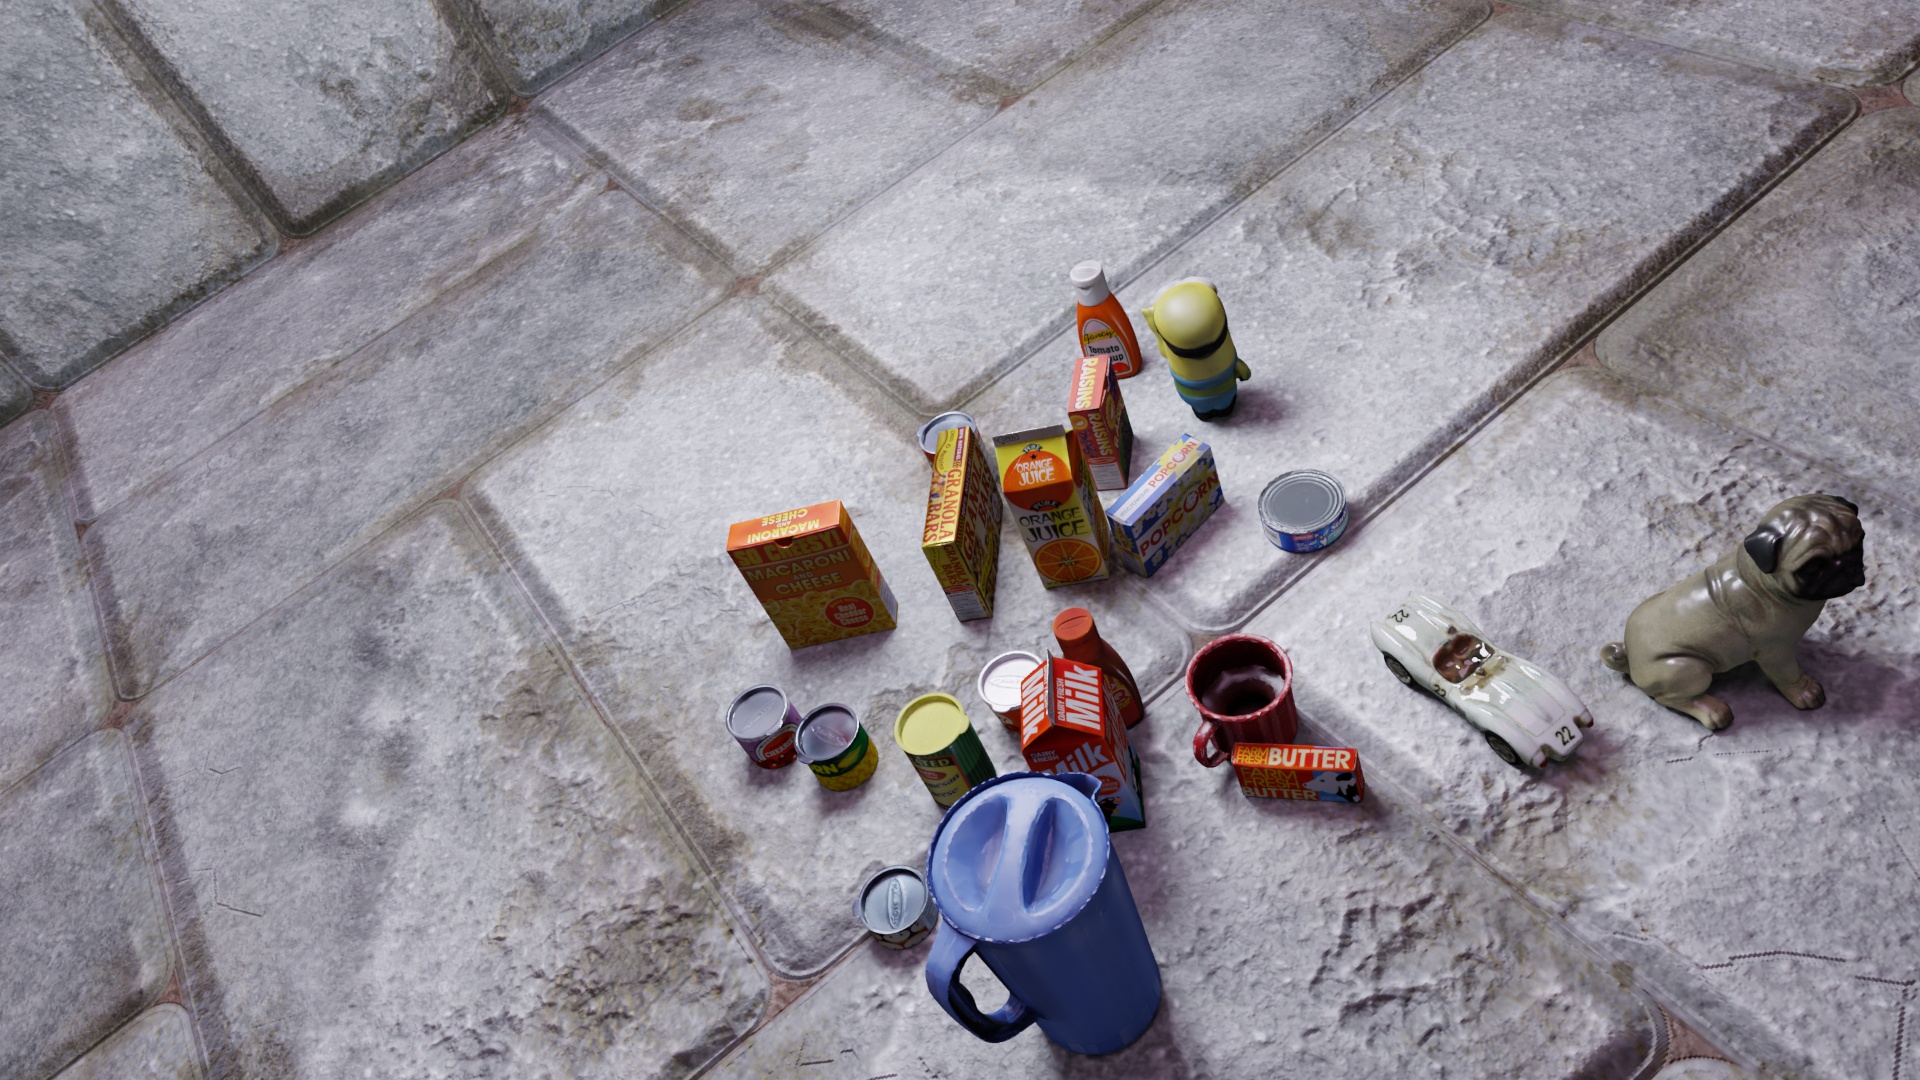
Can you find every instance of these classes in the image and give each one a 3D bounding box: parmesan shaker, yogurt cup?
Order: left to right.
[{"bbox_3d":[-0.010,0.195,1.269,0.071,0.102,0.072,-13,45,13],"label":"parmesan shaker"},{"bbox_3d":[0.056,0.146,1.322,0.072,0.053,0.073,-13,45,13],"label":"yogurt cup"}]

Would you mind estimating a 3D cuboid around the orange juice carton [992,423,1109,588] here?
[{"bbox_3d":[0.093,-0.043,1.385,0.072,0.191,0.073,-10,46,16],"label":"orange juice carton"}]

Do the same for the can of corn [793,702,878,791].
[{"bbox_3d":[-0.121,0.202,1.344,0.071,0.058,0.071,-13,45,13],"label":"can of corn"}]

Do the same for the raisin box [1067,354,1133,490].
[{"bbox_3d":[0.151,-0.125,1.486,0.040,0.123,0.086,-4,48,21],"label":"raisin box"}]

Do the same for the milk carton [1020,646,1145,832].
[{"bbox_3d":[0.099,0.173,1.179,0.073,0.189,0.073,-12,45,14],"label":"milk carton"}]

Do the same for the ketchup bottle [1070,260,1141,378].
[{"bbox_3d":[0.161,-0.251,1.583,0.064,0.148,0.044,1,50,25],"label":"ketchup bottle"}]

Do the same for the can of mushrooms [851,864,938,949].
[{"bbox_3d":[-0.057,0.322,1.219,0.071,0.033,0.071,-12,45,13],"label":"can of mushrooms"}]

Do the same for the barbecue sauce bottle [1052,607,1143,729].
[{"bbox_3d":[0.119,0.118,1.252,0.065,0.148,0.044,-21,44,5],"label":"barbecue sauce bottle"}]

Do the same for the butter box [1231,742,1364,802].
[{"bbox_3d":[0.285,0.196,1.173,0.103,0.053,0.024,-1,49,24],"label":"butter box"}]

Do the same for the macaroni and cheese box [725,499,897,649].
[{"bbox_3d":[-0.150,0.038,1.434,0.123,0.165,0.040,-13,45,13],"label":"macaroni and cheese box"}]

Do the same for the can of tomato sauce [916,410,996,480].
[{"bbox_3d":[-0.004,-0.093,1.553,0.071,0.082,0.071,-13,45,13],"label":"can of tomato sauce"}]

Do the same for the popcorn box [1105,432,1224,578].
[{"bbox_3d":[0.208,-0.035,1.403,0.127,0.085,0.038,-44,47,-18],"label":"popcorn box"}]

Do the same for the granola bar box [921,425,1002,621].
[{"bbox_3d":[0.005,-0.018,1.449,0.039,0.123,0.166,-9,46,17],"label":"granola bar box"}]

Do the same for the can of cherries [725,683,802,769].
[{"bbox_3d":[-0.192,0.188,1.389,0.071,0.058,0.072,-13,45,13],"label":"can of cherries"}]
